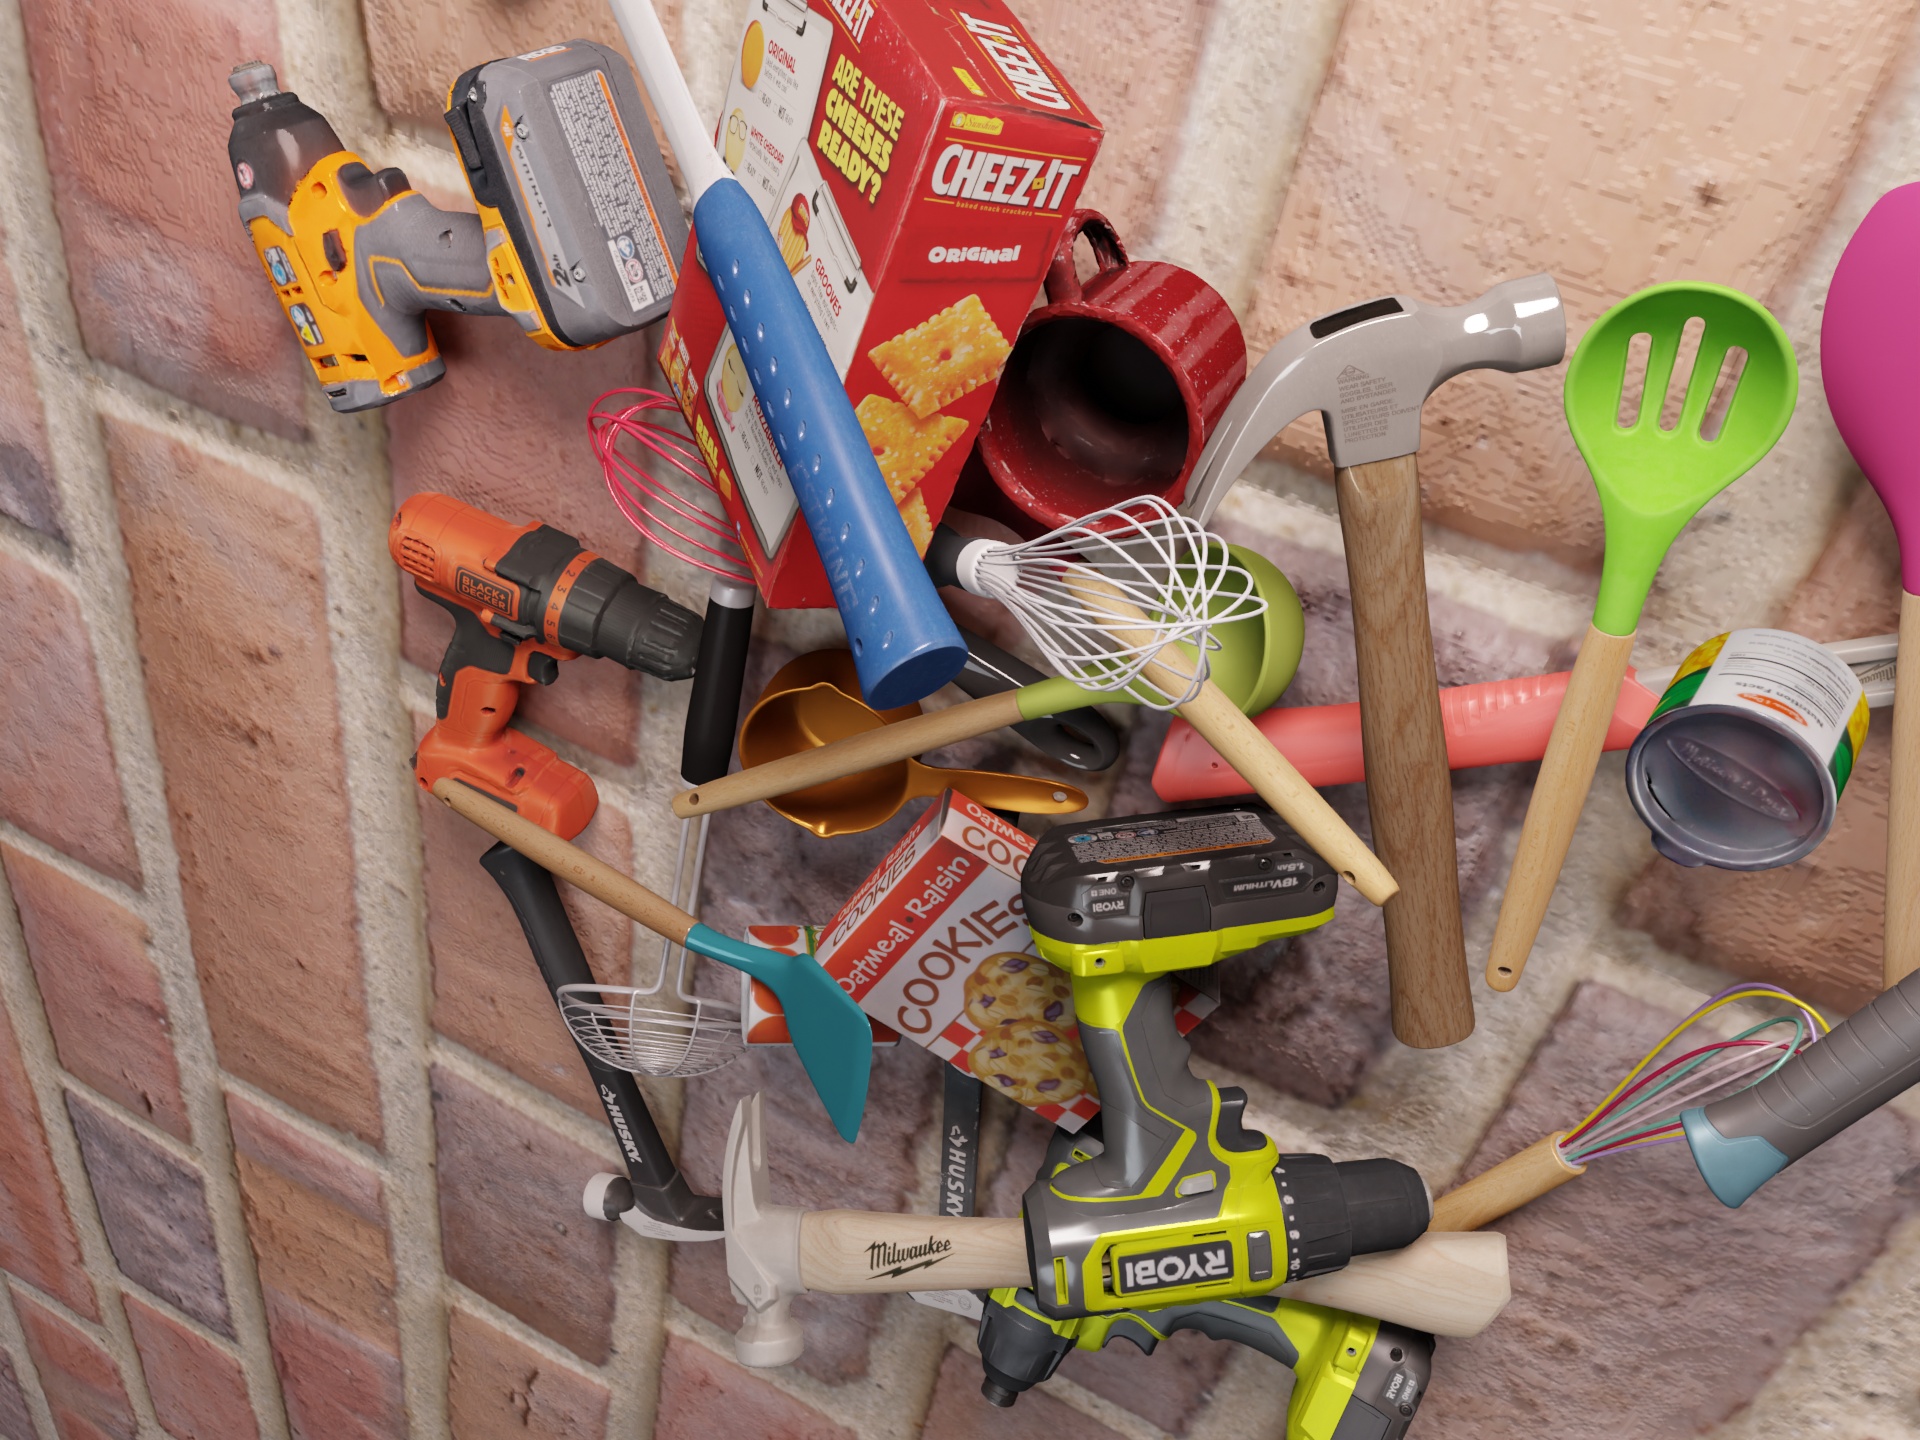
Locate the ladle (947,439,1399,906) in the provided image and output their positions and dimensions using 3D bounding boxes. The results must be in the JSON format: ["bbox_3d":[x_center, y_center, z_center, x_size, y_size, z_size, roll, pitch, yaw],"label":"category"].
[{"bbox_3d":[0.062,-0.044,0.642,0.316,0.031,0.069,49,154,25],"label":"ladle"}]

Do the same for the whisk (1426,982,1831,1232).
[{"bbox_3d":[0.297,0.194,0.730,0.047,0.051,0.245,35,134,-3],"label":"whisk"}]

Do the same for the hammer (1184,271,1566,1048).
[{"bbox_3d":[0.168,0.001,0.615,0.130,0.031,0.331,-10,121,7],"label":"hammer"}]

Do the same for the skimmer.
[{"bbox_3d":[-0.149,0.066,0.883,0.127,0.090,0.363,10,121,-8],"label":"skimmer"}]

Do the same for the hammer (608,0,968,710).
[{"bbox_3d":[-0.088,-0.193,0.556,0.144,0.035,0.406,-45,62,50],"label":"hammer"}]

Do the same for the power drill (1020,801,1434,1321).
[{"bbox_3d":[0.119,0.160,0.731,0.190,0.080,0.228,-7,104,-4],"label":"power drill"}]

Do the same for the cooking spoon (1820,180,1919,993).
[{"bbox_3d":[0.327,-0.022,0.539,0.069,0.017,0.318,3,121,30],"label":"cooking spoon"}]

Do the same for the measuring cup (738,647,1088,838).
[{"bbox_3d":[-0.020,0.014,0.788,0.173,0.052,0.095,9,125,6],"label":"measuring cup"}]

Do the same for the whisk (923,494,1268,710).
[{"bbox_3d":[0.024,-0.054,0.599,0.070,0.070,0.285,63,166,-19],"label":"whisk"}]

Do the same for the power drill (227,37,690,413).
[{"bbox_3d":[-0.242,-0.235,0.725,0.226,0.084,0.164,-1,119,34],"label":"power drill"}]

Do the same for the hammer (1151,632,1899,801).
[{"bbox_3d":[0.246,0.005,0.637,0.359,0.037,0.149,-10,115,33],"label":"hammer"}]

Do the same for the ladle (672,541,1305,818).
[{"bbox_3d":[-0.001,-0.002,0.712,0.320,0.062,0.078,-17,73,21],"label":"ladle"}]

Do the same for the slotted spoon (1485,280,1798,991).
[{"bbox_3d":[0.234,-0.014,0.591,0.070,0.031,0.313,16,128,19],"label":"slotted spoon"}]

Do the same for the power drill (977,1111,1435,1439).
[{"bbox_3d":[0.126,0.336,0.865,0.223,0.080,0.171,24,98,13],"label":"power drill"}]

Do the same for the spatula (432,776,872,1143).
[{"bbox_3d":[-0.166,0.104,0.826,0.318,0.044,0.082,26,126,22],"label":"spatula"}]

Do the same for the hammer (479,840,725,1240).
[{"bbox_3d":[-0.235,0.214,1.048,0.146,0.035,0.334,1,120,30],"label":"hammer"}]

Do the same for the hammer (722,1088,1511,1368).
[{"bbox_3d":[0.068,0.267,0.826,0.410,0.038,0.146,-4,88,17],"label":"hammer"}]

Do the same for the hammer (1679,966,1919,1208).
[{"bbox_3d":[0.386,0.068,0.550,0.128,0.033,0.331,35,118,-11],"label":"hammer"}]

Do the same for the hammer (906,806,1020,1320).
[{"bbox_3d":[0.006,0.208,0.908,0.149,0.036,0.408,16,127,18],"label":"hammer"}]

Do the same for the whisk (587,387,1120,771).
[{"bbox_3d":[-0.049,-0.063,0.747,0.296,0.073,0.073,34,131,-3],"label":"whisk"}]
